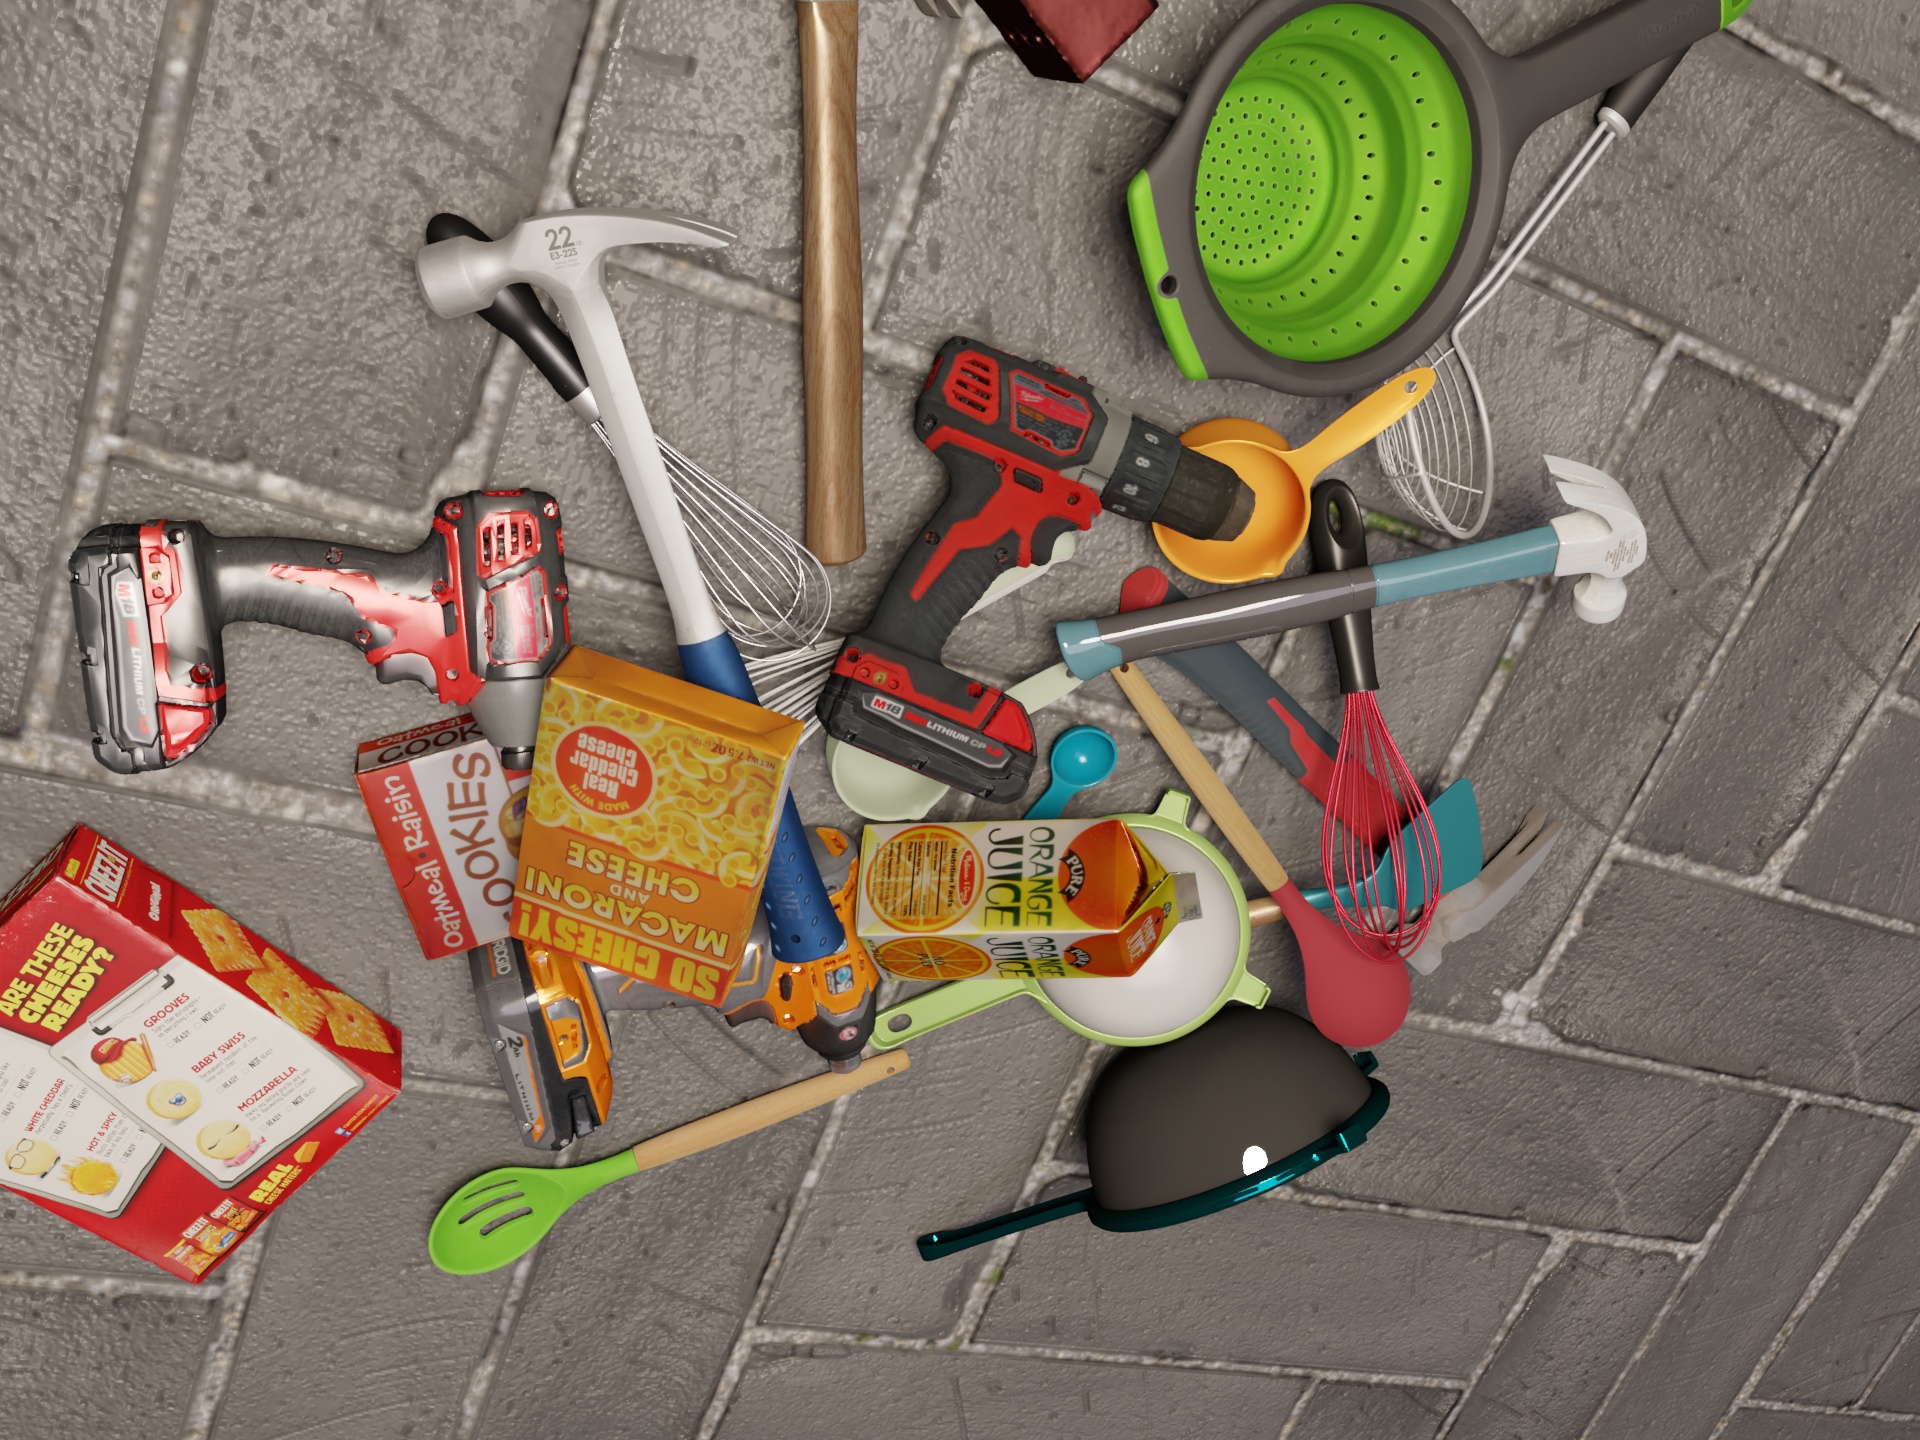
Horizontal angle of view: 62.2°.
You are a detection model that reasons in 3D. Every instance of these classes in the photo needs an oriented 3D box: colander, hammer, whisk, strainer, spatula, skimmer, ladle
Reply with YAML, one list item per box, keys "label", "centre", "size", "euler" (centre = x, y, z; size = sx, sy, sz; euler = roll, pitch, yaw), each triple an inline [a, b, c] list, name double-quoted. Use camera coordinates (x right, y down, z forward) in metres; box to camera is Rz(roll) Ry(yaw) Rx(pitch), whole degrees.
- label: "colander"
  centre: [0.243, -0.316, 0.841]
  size: [0.397, 0.095, 0.204]
  euler: [-30, 119, -12]
- label: "hammer"
  centre: [0.244, 0.017, 1.024]
  size: [0.143, 0.038, 0.386]
  euler: [-47, 119, 5]
- label: "whisk"
  centre: [-0.163, -0.137, 0.803]
  size: [0.070, 0.070, 0.284]
  euler: [-40, 115, 2]
- label: "hammer"
  centre: [-0.128, -0.053, 0.797]
  size: [0.144, 0.035, 0.405]
  euler: [-12, 115, 8]
- label: "hammer"
  centre: [0.218, -0.071, 0.895]
  size: [0.331, 0.033, 0.128]
  euler: [-12, 145, 3]
- label: "strainer"
  centre: [0.108, 0.269, 1.058]
  size: [0.340, 0.211, 0.095]
  euler: [-24, 86, 17]
- label: "spatula"
  centre: [0.187, 0.120, 1.031]
  size: [0.317, 0.044, 0.082]
  euler: [-16, 122, 6]
- label: "skimmer"
  centre: [0.352, -0.274, 0.892]
  size: [0.127, 0.090, 0.363]
  euler: [25, 104, -47]
- label: "hammer"
  centre: [-0.062, -0.234, 0.793]
  size: [0.130, 0.031, 0.331]
  euler: [-18, 125, -30]
- label: "whisk"
  centre: [0.243, 0.002, 0.958]
  size: [0.073, 0.073, 0.296]
  euler: [-9, 92, -15]
- label: "strainer"
  centre: [0.058, 0.156, 0.985]
  size: [0.256, 0.069, 0.151]
  euler: [-22, 94, 4]
- label: "whisk"
  centre: [-0.041, -0.045, 0.895]
  size: [0.246, 0.058, 0.059]
  euler: [-30, 90, -8]
- label: "ladle"
  centre: [0.183, 0.080, 0.983]
  size: [0.069, 0.031, 0.315]
  euler: [-38, 99, -4]

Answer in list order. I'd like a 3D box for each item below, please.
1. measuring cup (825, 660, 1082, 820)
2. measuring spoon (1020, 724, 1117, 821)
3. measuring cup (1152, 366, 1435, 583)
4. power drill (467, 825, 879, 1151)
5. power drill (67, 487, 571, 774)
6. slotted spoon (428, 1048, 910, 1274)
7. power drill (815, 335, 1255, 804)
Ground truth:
- label: "measuring cup"
  centre: [-0.001, -0.003, 0.932]
  size: [0.167, 0.038, 0.083]
  euler: [-26, 120, -8]
- label: "measuring spoon"
  centre: [0.051, 0.052, 0.991]
  size: [0.042, 0.021, 0.128]
  euler: [25, 113, -24]
- label: "measuring cup"
  centre: [0.185, -0.150, 0.889]
  size: [0.173, 0.052, 0.095]
  euler: [-34, 113, 22]
- label: "power drill"
  centre: [-0.156, 0.168, 0.936]
  size: [0.226, 0.084, 0.164]
  euler: [-17, 118, -15]
- label: "power drill"
  centre: [-0.303, -0.037, 0.780]
  size: [0.219, 0.079, 0.143]
  euler: [-6, 101, -19]
- label: "slotted spoon"
  centre: [-0.180, 0.269, 1.006]
  size: [0.313, 0.031, 0.070]
  euler: [-19, 119, -12]
- label: "power drill"
  centre: [0.038, -0.070, 0.840]
  size: [0.188, 0.080, 0.227]
  euler: [22, 86, -6]
